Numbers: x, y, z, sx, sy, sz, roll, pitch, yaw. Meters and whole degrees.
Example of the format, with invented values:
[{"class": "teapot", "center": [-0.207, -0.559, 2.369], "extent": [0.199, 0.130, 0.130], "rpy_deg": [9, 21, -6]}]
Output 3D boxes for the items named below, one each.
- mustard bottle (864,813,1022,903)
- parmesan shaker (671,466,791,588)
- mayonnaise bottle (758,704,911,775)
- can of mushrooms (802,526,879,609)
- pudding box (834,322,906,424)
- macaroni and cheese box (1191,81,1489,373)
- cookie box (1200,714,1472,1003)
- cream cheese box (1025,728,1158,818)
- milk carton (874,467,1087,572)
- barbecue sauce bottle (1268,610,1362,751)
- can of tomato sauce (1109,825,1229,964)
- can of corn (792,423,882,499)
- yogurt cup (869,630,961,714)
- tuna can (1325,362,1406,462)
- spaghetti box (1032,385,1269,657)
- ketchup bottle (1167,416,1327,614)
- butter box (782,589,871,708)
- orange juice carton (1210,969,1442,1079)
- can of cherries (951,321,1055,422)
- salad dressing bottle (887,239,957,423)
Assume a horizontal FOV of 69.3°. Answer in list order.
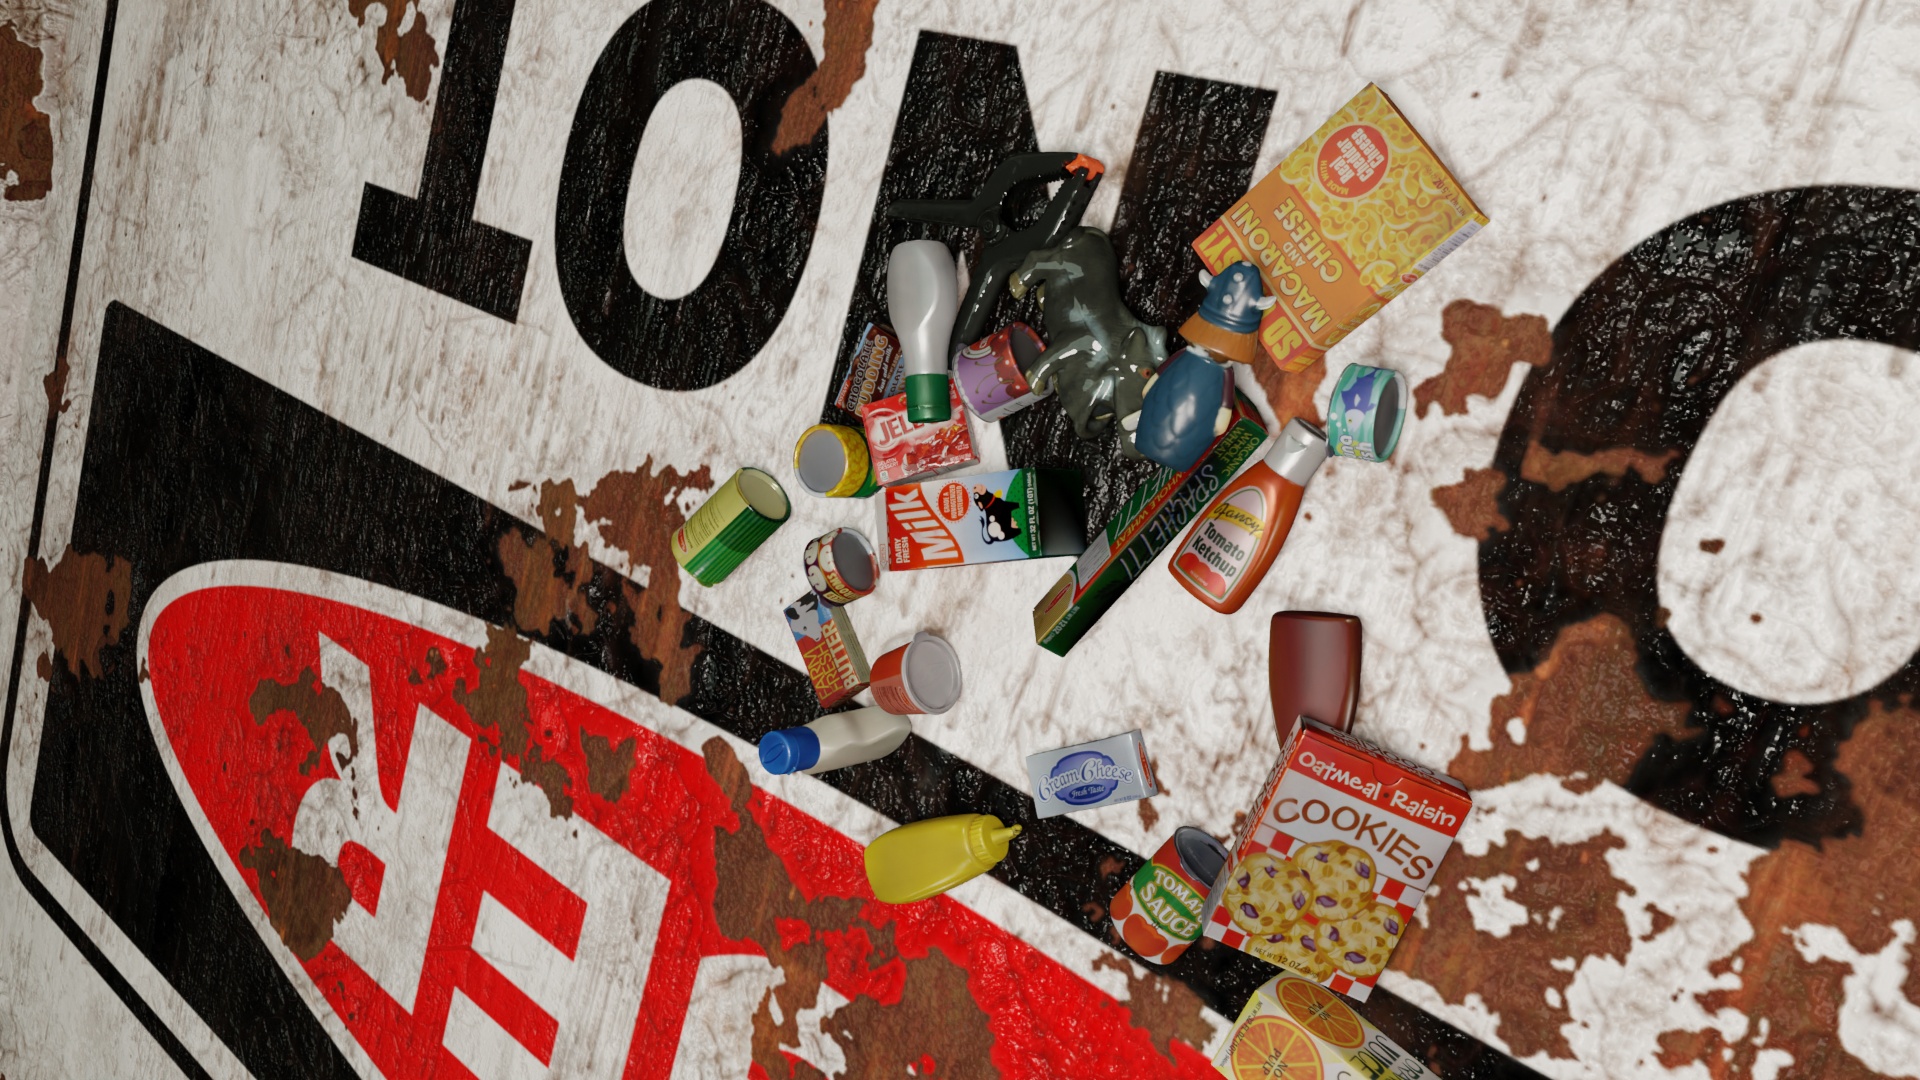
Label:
[{"class": "mustard bottle", "center": [-0.009, 0.263, 1.175], "extent": [0.160, 0.049, 0.065], "rpy_deg": [-23, 77, 33]}, {"class": "parmesan shaker", "center": [-0.215, -0.012, 1.309], "extent": [0.102, 0.071, 0.071], "rpy_deg": [-40, 69, 28]}, {"class": "mayonnaise bottle", "center": [-0.108, 0.171, 1.184], "extent": [0.064, 0.148, 0.041], "rpy_deg": [-42, 68, 28]}, {"class": "can of mushrooms", "center": [-0.105, 0.025, 1.230], "extent": [0.033, 0.071, 0.071], "rpy_deg": [-24, 77, 32]}, {"class": "pudding box", "center": [-0.072, -0.146, 1.230], "extent": [0.050, 0.030, 0.083], "rpy_deg": [36, 110, 30]}, {"class": "macaroni and cheese box", "center": [0.265, -0.218, 0.984], "extent": [0.166, 0.040, 0.124], "rpy_deg": [-40, 68, 28]}, {"class": "cookie box", "center": [0.257, 0.220, 0.958], "extent": [0.123, 0.040, 0.167], "rpy_deg": [23, 105, 1]}, {"class": "cream cheese box", "center": [0.103, 0.187, 1.110], "extent": [0.103, 0.024, 0.053], "rpy_deg": [-20, 78, 34]}, {"class": "milk carton", "center": [0.004, -0.014, 1.150], "extent": [0.190, 0.073, 0.072], "rpy_deg": [-5, 87, 36]}, {"class": "barbecue sauce bottle", "center": [0.252, 0.126, 0.993], "extent": [0.065, 0.044, 0.148], "rpy_deg": [3, 92, 36]}, {"class": "can of tomato sauce", "center": [0.161, 0.267, 1.041], "extent": [0.071, 0.071, 0.082], "rpy_deg": [49, 117, 25]}, {"class": "can of corn", "center": [-0.105, -0.072, 1.237], "extent": [0.071, 0.058, 0.071], "rpy_deg": [1, 91, 35]}, {"class": "yogurt cup", "center": [-0.041, 0.119, 1.189], "extent": [0.054, 0.072, 0.072], "rpy_deg": [-18, 80, 42]}, {"class": "tuna can", "center": [0.279, -0.086, 0.956], "extent": [0.033, 0.071, 0.071], "rpy_deg": [14, 99, 34]}, {"class": "spaghetti box", "center": [0.141, -0.011, 1.065], "extent": [0.249, 0.028, 0.050], "rpy_deg": [-50, 21, 25]}, {"class": "ketchup bottle", "center": [0.216, -0.020, 1.017], "extent": [0.065, 0.043, 0.148], "rpy_deg": [43, 113, 28]}, {"class": "butter box", "center": [-0.121, 0.096, 1.269], "extent": [0.053, 0.024, 0.103], "rpy_deg": [-34, 71, 30]}, {"class": "orange juice carton", "center": [0.279, 0.389, 0.956], "extent": [0.193, 0.073, 0.071], "rpy_deg": [35, 110, 30]}, {"class": "can of cherries", "center": [0.035, -0.139, 1.130], "extent": [0.058, 0.071, 0.071], "rpy_deg": [-24, 77, 33]}, {"class": "salad dressing bottle", "center": [-0.030, -0.172, 1.152], "extent": [0.064, 0.044, 0.147], "rpy_deg": [-4, 88, 43]}]
